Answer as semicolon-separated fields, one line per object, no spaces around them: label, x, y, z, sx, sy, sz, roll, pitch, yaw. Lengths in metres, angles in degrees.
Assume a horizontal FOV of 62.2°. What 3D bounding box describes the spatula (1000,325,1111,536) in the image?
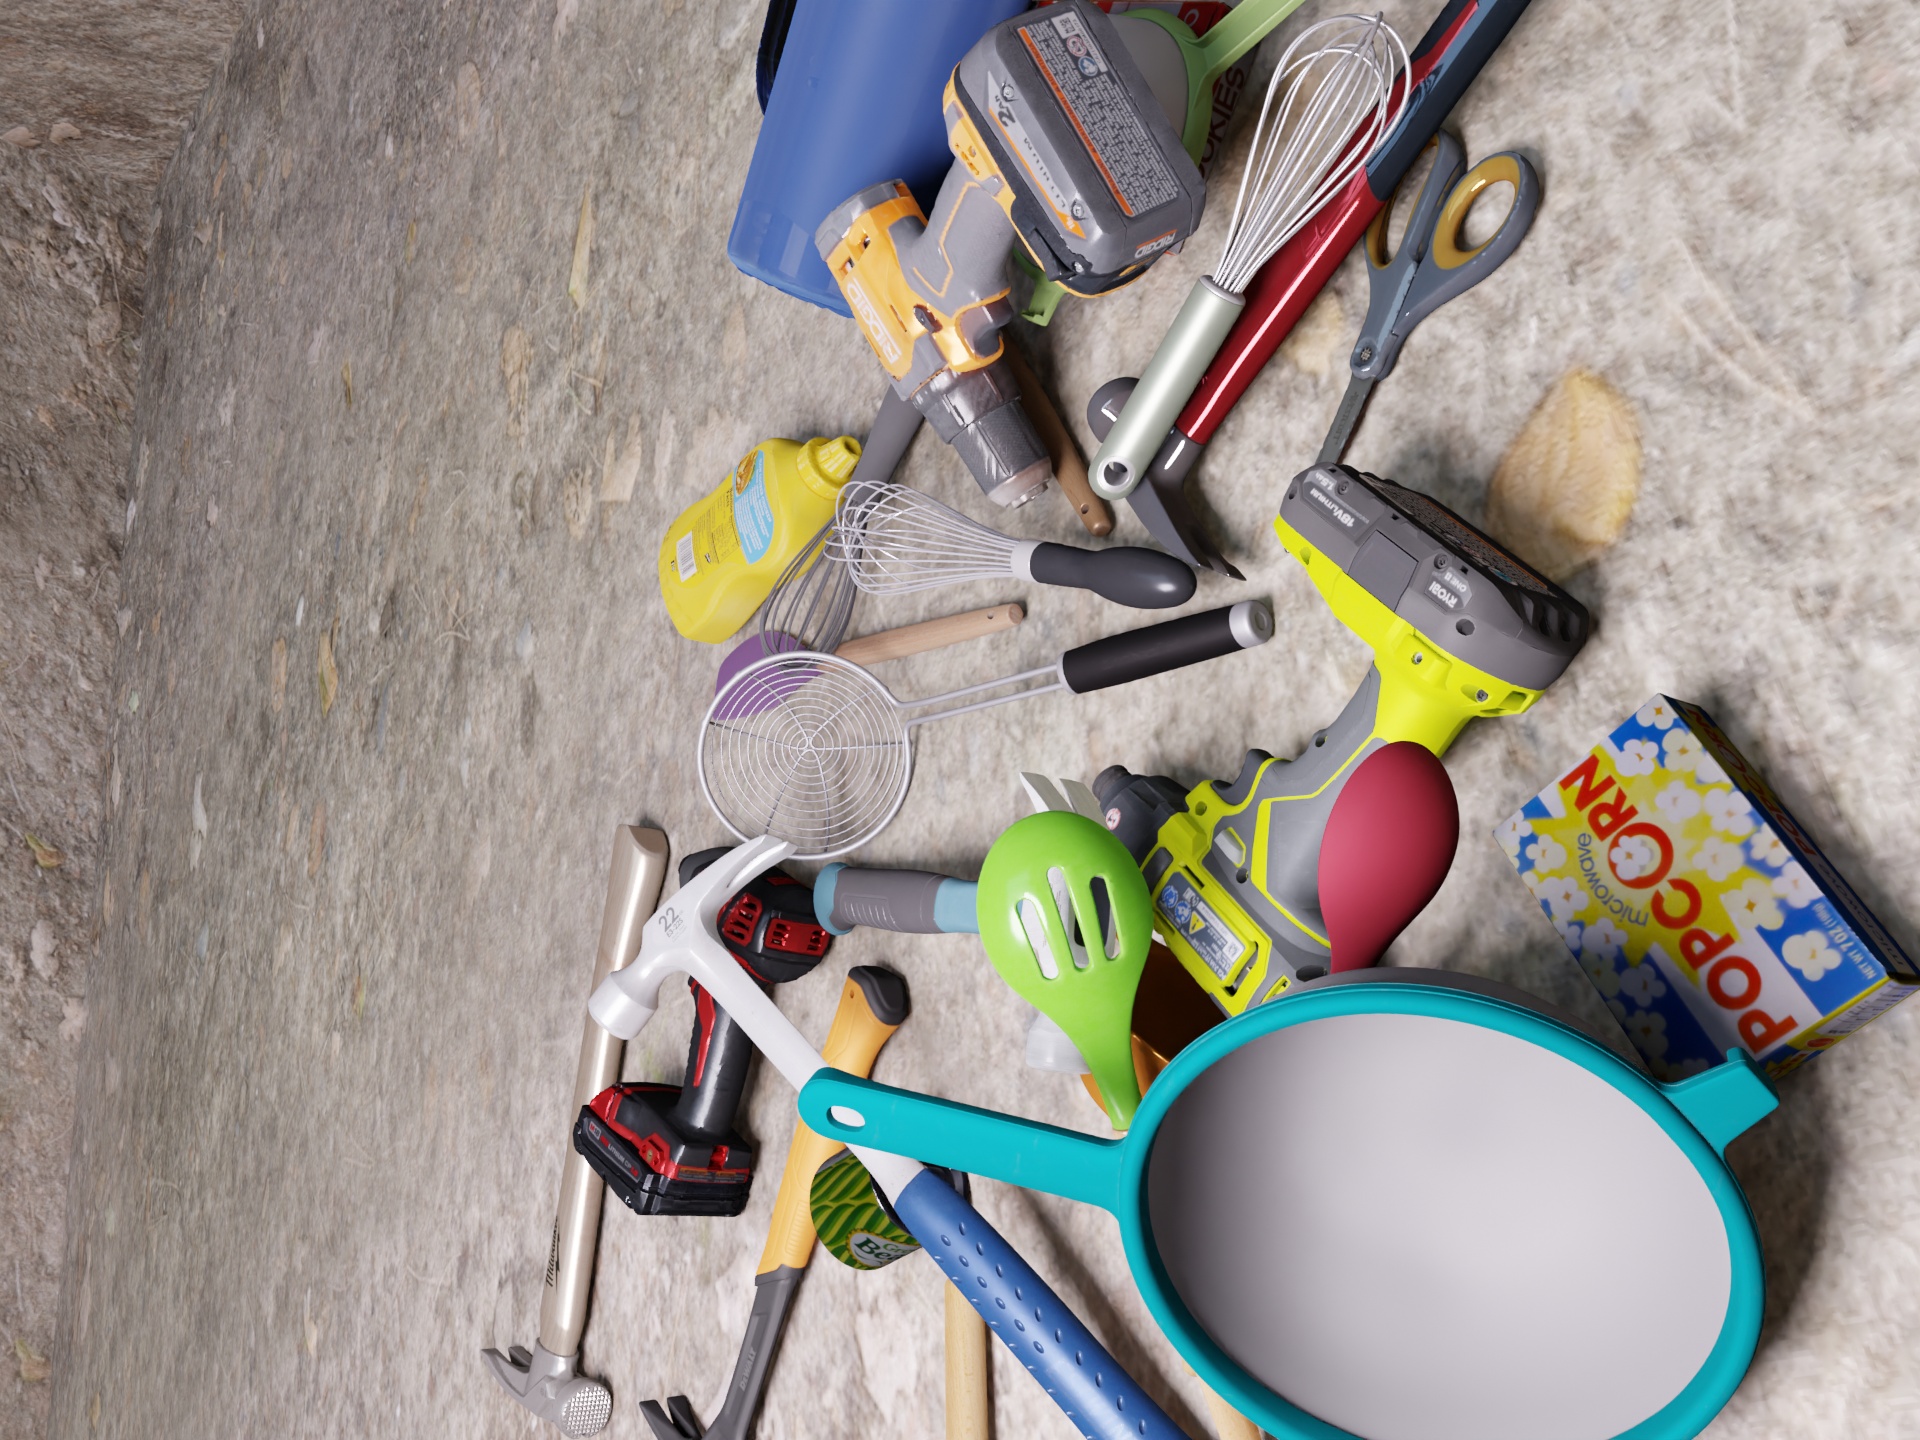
spatula;0.015;-0.221;0.934;0.082;0.044;0.318;-46;50;28

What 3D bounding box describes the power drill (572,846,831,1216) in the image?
power drill;-0.164;0.190;1.013;0.143;0.078;0.219;22;94;50

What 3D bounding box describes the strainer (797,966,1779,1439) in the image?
strainer;0.110;0.158;0.596;0.340;0.095;0.210;8;115;20

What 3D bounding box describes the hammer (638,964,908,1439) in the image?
hammer;-0.103;0.301;0.940;0.127;0.034;0.337;26;100;49

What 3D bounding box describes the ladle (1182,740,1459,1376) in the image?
ladle;0.138;0.153;0.649;0.031;0.069;0.315;46;130;49

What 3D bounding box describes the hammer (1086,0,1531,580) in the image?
hammer;0.192;-0.243;0.708;0.386;0.038;0.143;-54;39;30

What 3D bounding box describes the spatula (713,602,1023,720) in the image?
spatula;-0.071;-0.043;1.007;0.316;0.018;0.060;-9;69;49

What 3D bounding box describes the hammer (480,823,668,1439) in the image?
hammer;-0.268;0.279;1.140;0.146;0.038;0.411;0;80;51

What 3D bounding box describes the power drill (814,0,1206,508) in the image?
power drill;0.025;-0.217;0.791;0.185;0.084;0.226;59;150;-2

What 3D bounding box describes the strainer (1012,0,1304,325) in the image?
strainer;0.086;-0.323;0.789;0.256;0.069;0.152;-28;61;46

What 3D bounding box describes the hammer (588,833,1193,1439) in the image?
hammer;-0.028;0.219;0.786;0.406;0.035;0.144;41;95;29

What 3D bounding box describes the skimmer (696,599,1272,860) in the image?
skimmer;-0.001;-0.003;0.858;0.363;0.090;0.127;-15;101;44

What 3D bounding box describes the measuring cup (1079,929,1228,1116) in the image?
measuring cup;0.074;0.125;0.734;0.174;0.095;0.052;49;126;42

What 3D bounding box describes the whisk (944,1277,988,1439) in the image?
whisk;0.008;0.402;0.783;0.047;0.051;0.245;-12;65;25

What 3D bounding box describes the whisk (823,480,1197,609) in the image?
whisk;0.018;-0.091;0.862;0.285;0.070;0.070;15;92;48

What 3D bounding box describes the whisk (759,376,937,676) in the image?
whisk;-0.063;-0.138;0.995;0.055;0.055;0.239;27;91;50

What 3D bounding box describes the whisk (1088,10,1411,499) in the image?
whisk;0.124;-0.204;0.728;0.246;0.058;0.059;-60;4;29

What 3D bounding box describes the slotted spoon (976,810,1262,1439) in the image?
slotted spoon;0.080;0.187;0.651;0.031;0.070;0.313;-123;14;-81

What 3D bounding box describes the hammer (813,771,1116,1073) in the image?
hammer;-0.011;0.096;0.815;0.331;0.033;0.128;170;110;-66

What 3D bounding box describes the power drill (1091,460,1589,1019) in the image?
power drill;0.148;0.010;0.691;0.171;0.080;0.223;51;121;42
